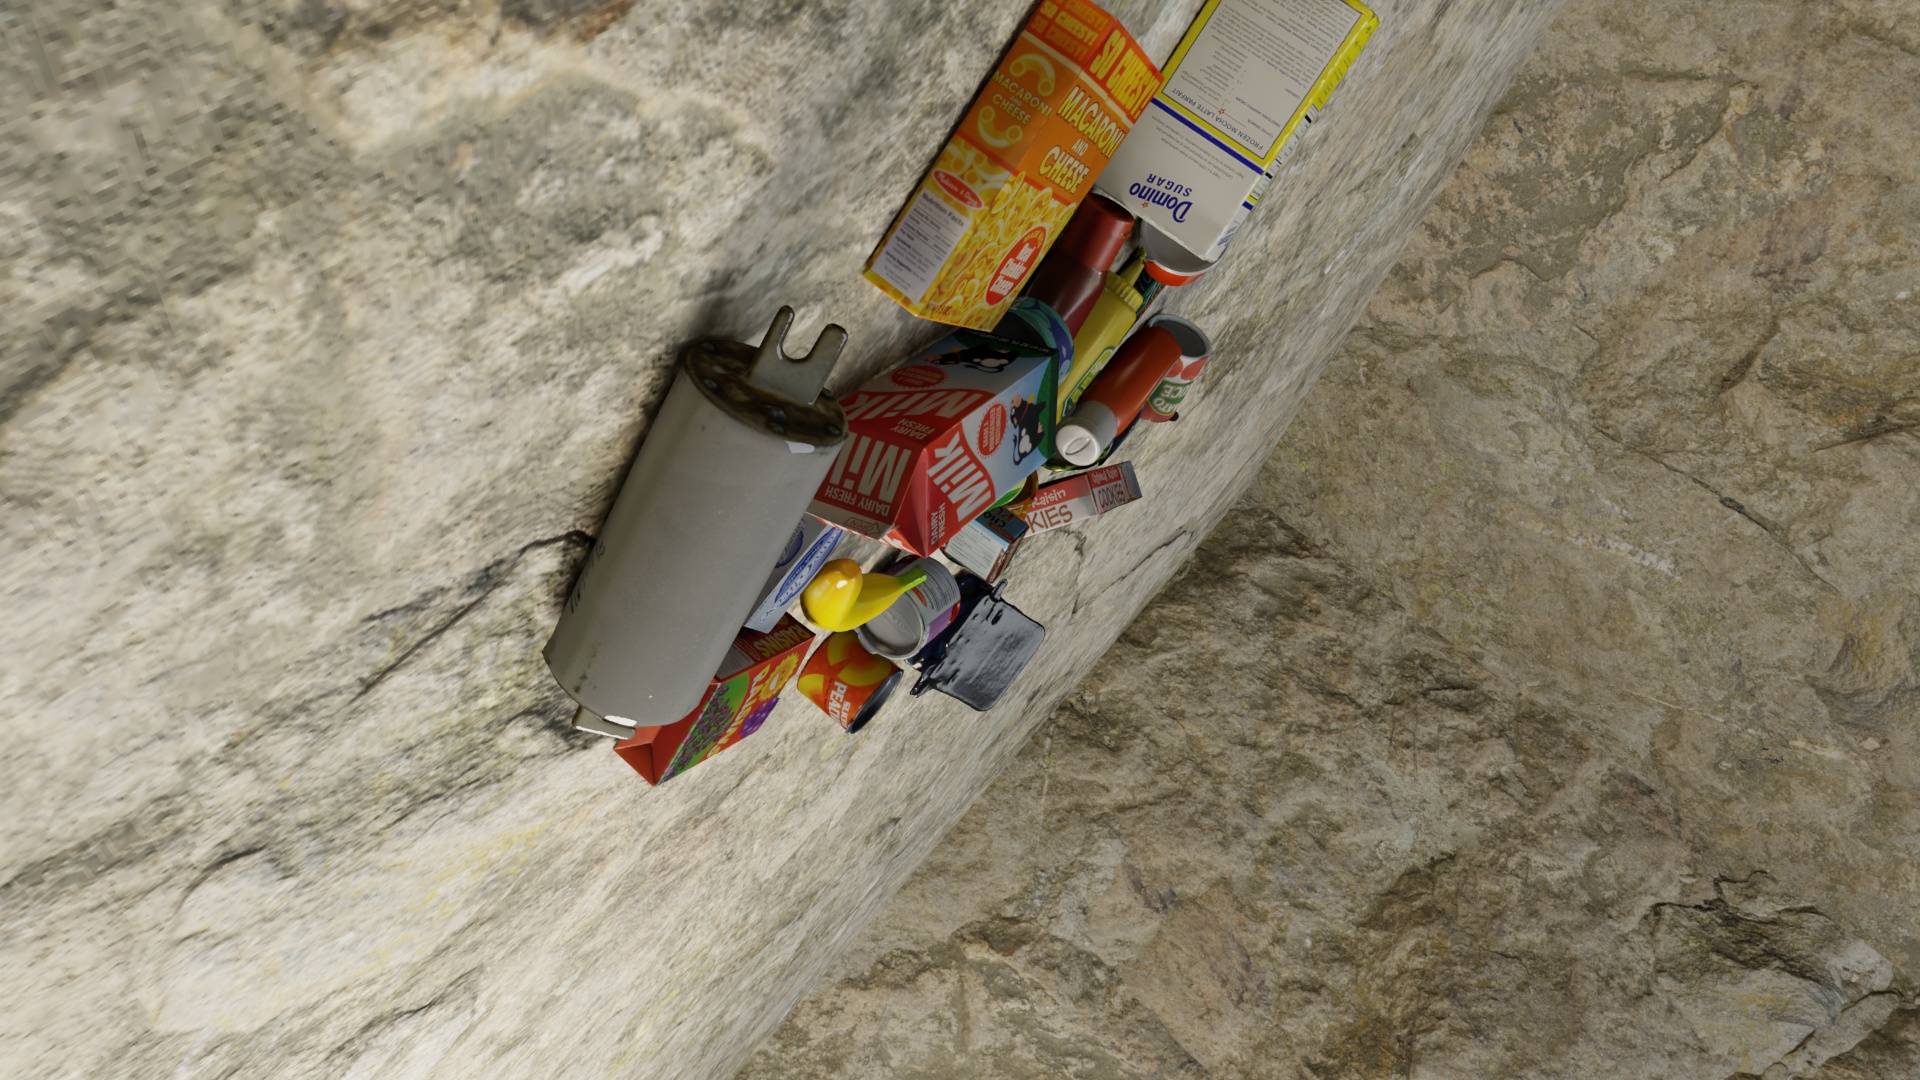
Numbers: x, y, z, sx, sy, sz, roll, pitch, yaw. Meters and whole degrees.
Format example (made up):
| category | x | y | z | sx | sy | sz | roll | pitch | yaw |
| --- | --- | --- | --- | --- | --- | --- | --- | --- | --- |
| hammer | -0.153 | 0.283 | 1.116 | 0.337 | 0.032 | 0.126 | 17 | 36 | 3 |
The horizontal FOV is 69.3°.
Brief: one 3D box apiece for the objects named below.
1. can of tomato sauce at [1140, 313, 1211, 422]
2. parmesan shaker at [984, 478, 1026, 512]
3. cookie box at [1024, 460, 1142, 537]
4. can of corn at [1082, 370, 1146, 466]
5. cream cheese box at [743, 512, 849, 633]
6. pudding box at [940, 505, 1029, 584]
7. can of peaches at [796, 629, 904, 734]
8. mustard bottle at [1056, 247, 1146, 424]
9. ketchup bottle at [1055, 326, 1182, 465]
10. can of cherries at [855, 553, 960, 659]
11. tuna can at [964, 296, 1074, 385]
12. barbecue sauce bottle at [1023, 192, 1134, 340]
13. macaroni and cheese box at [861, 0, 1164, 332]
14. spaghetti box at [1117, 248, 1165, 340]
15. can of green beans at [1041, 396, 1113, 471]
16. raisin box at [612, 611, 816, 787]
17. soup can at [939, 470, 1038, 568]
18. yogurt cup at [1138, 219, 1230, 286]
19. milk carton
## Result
| category | x | y | z | sx | sy | sz | roll | pitch | yaw |
| --- | --- | --- | --- | --- | --- | --- | --- | --- | --- |
| can of tomato sauce | 0.194 | -0.163 | 1.326 | 0.071 | 0.071 | 0.082 | -40 | 163 | -44 |
| parmesan shaker | -0.004 | -0.049 | 0.944 | 0.071 | 0.071 | 0.103 | -57 | 166 | 23 |
| cookie box | 0.080 | -0.031 | 1.219 | 0.123 | 0.040 | 0.168 | -18 | 180 | 20 |
| can of corn | 0.120 | -0.111 | 1.232 | 0.071 | 0.058 | 0.071 | -49 | 168 | -14 |
| cream cheese box | -0.099 | 0.007 | 0.841 | 0.104 | 0.024 | 0.053 | -51 | 169 | -3 |
| pudding box | 0.004 | -0.013 | 1.024 | 0.030 | 0.084 | 0.049 | -44 | 165 | -43 |
| can of peaches | -0.089 | 0.111 | 1.099 | 0.071 | 0.058 | 0.071 | -48 | 168 | -14 |
| mustard bottle | 0.091 | -0.151 | 1.029 | 0.160 | 0.049 | 0.065 | -53 | 173 | 4 |
| ketchup bottle | 0.121 | -0.113 | 1.091 | 0.064 | 0.043 | 0.149 | -34 | -169 | 45 |
| can of cherries | -0.043 | 0.052 | 1.083 | 0.059 | 0.071 | 0.071 | -38 | 162 | -52 |
| tuna can | 0.035 | -0.121 | 0.878 | 0.033 | 0.071 | 0.070 | -40 | 163 | -48 |
| barbecue sauce bottle | 0.065 | -0.158 | 0.926 | 0.147 | 0.044 | 0.065 | -59 | 166 | 29 |
| macaroni and cheese box | 0.030 | -0.189 | 0.714 | 0.166 | 0.040 | 0.124 | -55 | 168 | 14 |
| spaghetti box | 0.124 | -0.182 | 1.111 | 0.250 | 0.029 | 0.050 | -51 | 169 | -6 |
| can of green beans | 0.090 | -0.091 | 1.159 | 0.071 | 0.071 | 0.058 | -55 | 167 | 14 |
| raisin box | -0.150 | 0.094 | 0.867 | 0.086 | 0.040 | 0.124 | -57 | 168 | 19 |
| soup can | 0.022 | -0.027 | 1.083 | 0.072 | 0.071 | 0.083 | -44 | 165 | -35 |
| yogurt cup | 0.168 | -0.228 | 1.063 | 0.072 | 0.072 | 0.054 | -51 | 176 | -6 |
| milk carton | -0.020 | -0.053 | 0.799 | 0.191 | 0.072 | 0.073 | -39 | 138 | -46 |
